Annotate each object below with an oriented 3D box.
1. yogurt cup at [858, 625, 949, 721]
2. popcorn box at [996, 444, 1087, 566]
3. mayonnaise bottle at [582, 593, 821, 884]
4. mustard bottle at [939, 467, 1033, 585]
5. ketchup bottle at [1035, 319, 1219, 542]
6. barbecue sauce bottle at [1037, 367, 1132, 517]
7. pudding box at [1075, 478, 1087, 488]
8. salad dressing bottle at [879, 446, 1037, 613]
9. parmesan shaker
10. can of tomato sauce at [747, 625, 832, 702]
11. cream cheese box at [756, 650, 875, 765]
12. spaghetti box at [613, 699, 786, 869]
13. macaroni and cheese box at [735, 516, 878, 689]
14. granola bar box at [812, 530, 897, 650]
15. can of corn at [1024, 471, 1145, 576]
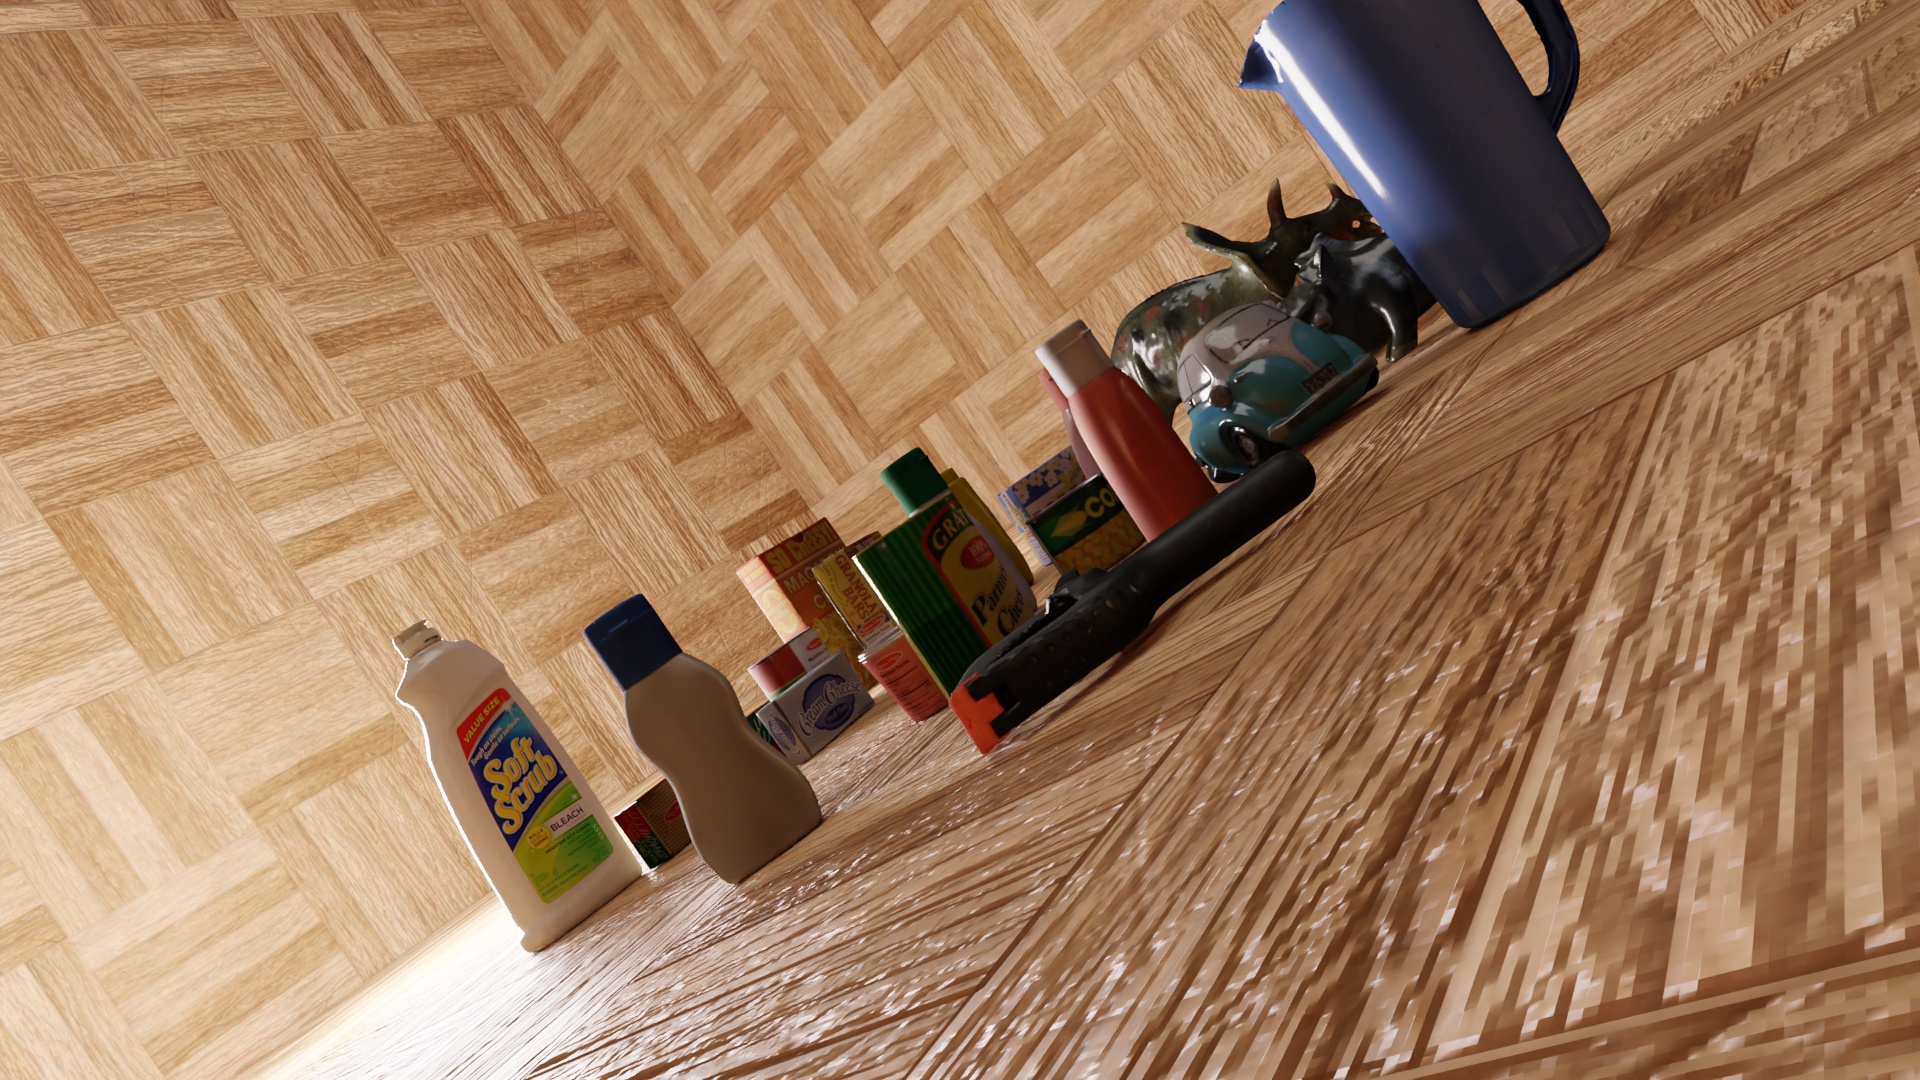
[{"bbox_3d":[-0.020,0.073,0.843,0.072,0.054,0.072,-34,1,1],"label":"yogurt cup"},{"bbox_3d":[0.109,-0.043,1.361,0.127,0.085,0.038,-35,1,-27],"label":"popcorn box"},{"bbox_3d":[-0.134,0.097,0.703,0.065,0.148,0.041,-35,0,-10],"label":"mayonnaise bottle"},{"bbox_3d":[0.004,-0.016,1.259,0.049,0.160,0.065,-35,0,-15],"label":"mustard bottle"},{"bbox_3d":[0.104,-0.069,0.875,0.043,0.149,0.065,-34,1,41],"label":"ketchup bottle"},{"bbox_3d":[0.118,-0.084,1.133,0.064,0.148,0.044,-34,1,29],"label":"barbecue sauce bottle"},{"bbox_3d":[0.155,-0.053,1.326,0.084,0.049,0.030,-35,1,-33],"label":"pudding box"},{"bbox_3d":[-0.003,0.001,1.012,0.044,0.147,0.064,-34,1,31],"label":"salad dressing bottle"},{"bbox_3d":[-0.002,0.033,0.757,0.071,0.103,0.071,-34,1,1],"label":"parmesan shaker"},{"bbox_3d":[-0.132,0.126,1.184,0.071,0.083,0.071,-34,1,1],"label":"can of tomato sauce"},{"bbox_3d":[-0.112,0.131,1.096,0.024,0.053,0.104,-34,1,32],"label":"cream cheese box"},{"bbox_3d":[-0.193,0.189,1.134,0.028,0.050,0.251,-34,1,23],"label":"spaghetti box"},{"bbox_3d":[-0.129,0.069,1.369,0.040,0.166,0.124,-34,1,33],"label":"macaroni and cheese box"},{"bbox_3d":[-0.074,0.058,1.306,0.039,0.124,0.166,-34,1,9],"label":"granola bar box"},{"bbox_3d":[0.091,-0.008,0.987,0.071,0.058,0.071,-34,1,1],"label":"can of corn"}]
